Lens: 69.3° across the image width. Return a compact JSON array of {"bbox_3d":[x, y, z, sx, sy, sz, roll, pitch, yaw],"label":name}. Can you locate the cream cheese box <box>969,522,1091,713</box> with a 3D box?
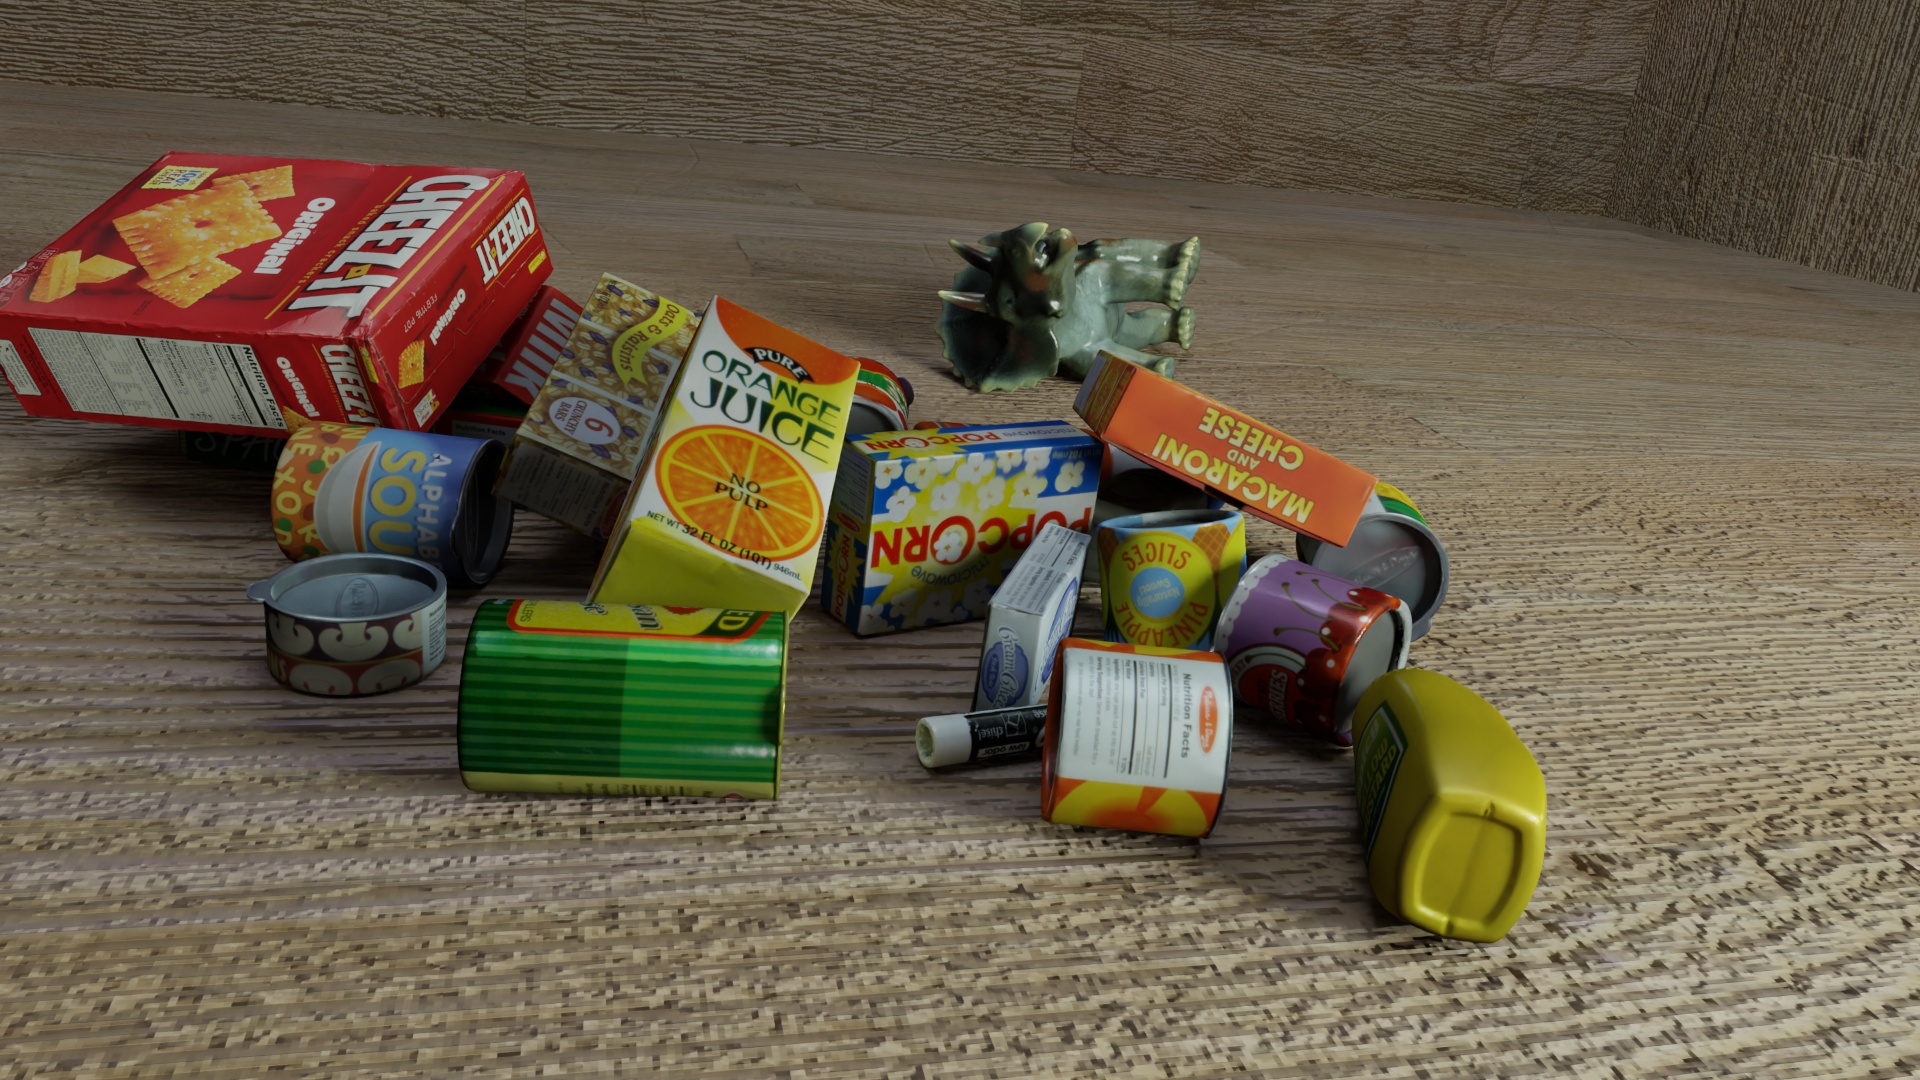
[{"bbox_3d":[0.031,0.034,0.590,0.024,0.053,0.104,13,22,12],"label":"cream cheese box"}]

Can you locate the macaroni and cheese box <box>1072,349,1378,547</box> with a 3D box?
[{"bbox_3d":[0.125,-0.050,0.697,0.124,0.040,0.167,24,10,-4],"label":"macaroni and cheese box"}]

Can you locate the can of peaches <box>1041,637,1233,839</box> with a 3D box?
[{"bbox_3d":[0.060,0.070,0.492,0.058,0.071,0.071,6,21,-1],"label":"can of peaches"}]

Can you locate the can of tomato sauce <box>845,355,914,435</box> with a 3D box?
[{"bbox_3d":[-0.061,-0.064,0.802,0.071,0.071,0.083,5,21,-5],"label":"can of tomato sauce"}]

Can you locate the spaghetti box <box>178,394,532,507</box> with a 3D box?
[{"bbox_3d":[-0.286,-0.053,0.729,0.250,0.050,0.029,8,19,5],"label":"spaghetti box"}]

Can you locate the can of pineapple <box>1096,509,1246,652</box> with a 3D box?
[{"bbox_3d":[0.095,0.019,0.619,0.071,0.057,0.071,-5,7,1],"label":"can of pineapple"}]

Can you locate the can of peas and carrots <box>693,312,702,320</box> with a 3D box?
[{"bbox_3d":[-0.165,-0.113,0.911,0.071,0.058,0.071,6,20,-2],"label":"can of peas and carrots"}]

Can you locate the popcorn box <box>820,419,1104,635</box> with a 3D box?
[{"bbox_3d":[0.002,-0.008,0.648,0.127,0.085,0.038,-6,26,-32],"label":"popcorn box"}]

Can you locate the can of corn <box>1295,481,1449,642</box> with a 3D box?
[{"bbox_3d":[0.204,0.010,0.692,0.071,0.071,0.058,8,20,4],"label":"can of corn"}]

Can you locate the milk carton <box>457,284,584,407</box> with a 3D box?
[{"bbox_3d":[-0.279,-0.101,0.784,0.191,0.073,0.073,11,59,15],"label":"milk carton"}]

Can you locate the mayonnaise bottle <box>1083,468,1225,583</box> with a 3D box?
[{"bbox_3d":[0.101,-0.015,0.757,0.065,0.041,0.149,20,24,28],"label":"mayonnaise bottle"}]

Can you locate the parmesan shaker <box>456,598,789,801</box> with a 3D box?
[{"bbox_3d":[-0.112,0.054,0.473,0.103,0.071,0.071,3,21,-8],"label":"parmesan shaker"}]

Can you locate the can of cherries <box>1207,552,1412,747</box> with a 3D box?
[{"bbox_3d":[0.145,0.047,0.578,0.058,0.071,0.072,24,27,37],"label":"can of cherries"}]

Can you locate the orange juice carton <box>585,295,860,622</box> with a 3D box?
[{"bbox_3d":[-0.096,-0.035,0.590,0.072,0.072,0.194,24,40,-15],"label":"orange juice carton"}]

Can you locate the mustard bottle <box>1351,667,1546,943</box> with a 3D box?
[{"bbox_3d":[0.168,0.081,0.501,0.049,0.065,0.161,14,16,6],"label":"mustard bottle"}]

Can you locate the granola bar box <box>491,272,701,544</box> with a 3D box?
[{"bbox_3d":[-0.143,-0.057,0.684,0.124,0.039,0.166,25,32,-16],"label":"granola bar box"}]

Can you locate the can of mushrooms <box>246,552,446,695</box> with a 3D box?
[{"bbox_3d":[-0.239,0.032,0.544,0.071,0.033,0.071,6,21,-2],"label":"can of mushrooms"}]

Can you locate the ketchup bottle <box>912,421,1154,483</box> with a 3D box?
[{"bbox_3d":[0.048,-0.045,0.817,0.149,0.043,0.065,1,21,-17],"label":"ketchup bottle"}]

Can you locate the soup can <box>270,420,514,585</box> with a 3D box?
[{"bbox_3d":[-0.252,-0.016,0.619,0.084,0.071,0.071,6,20,1],"label":"soup can"}]
